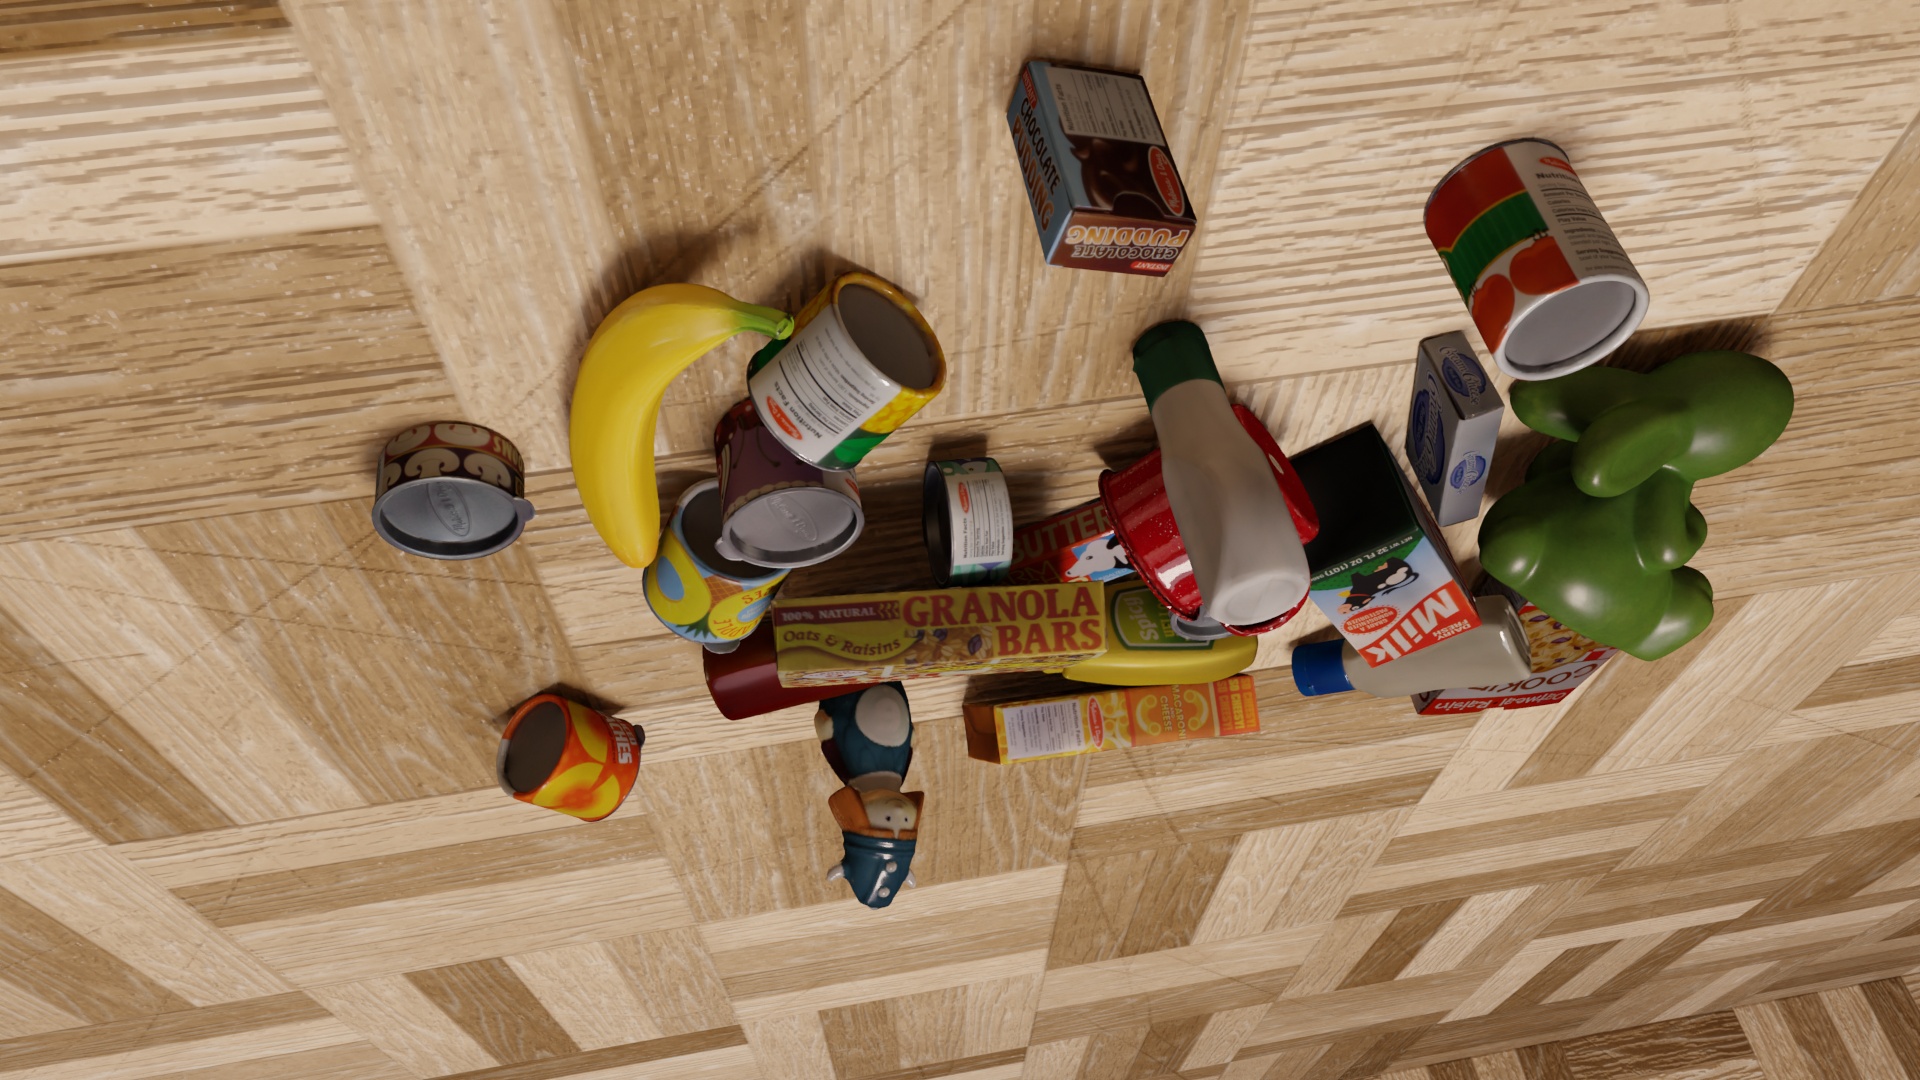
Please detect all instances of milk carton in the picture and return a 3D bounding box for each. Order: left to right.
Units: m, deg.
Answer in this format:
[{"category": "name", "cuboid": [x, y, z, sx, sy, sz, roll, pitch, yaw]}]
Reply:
[{"category": "milk carton", "cuboid": [0.249, 0.016, 0.820, 0.072, 0.074, 0.190, -27, 145, 21]}]

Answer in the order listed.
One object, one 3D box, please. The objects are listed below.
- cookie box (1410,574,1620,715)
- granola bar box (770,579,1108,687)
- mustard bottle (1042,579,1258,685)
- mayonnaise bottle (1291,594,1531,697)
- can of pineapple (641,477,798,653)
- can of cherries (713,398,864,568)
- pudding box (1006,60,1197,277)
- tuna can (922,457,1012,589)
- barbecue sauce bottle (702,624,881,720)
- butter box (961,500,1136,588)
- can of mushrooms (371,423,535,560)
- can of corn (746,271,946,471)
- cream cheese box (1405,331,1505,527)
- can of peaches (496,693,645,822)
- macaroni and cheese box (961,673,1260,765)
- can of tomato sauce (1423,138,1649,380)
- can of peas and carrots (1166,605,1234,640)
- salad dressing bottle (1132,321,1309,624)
[{"category": "cookie box", "cuboid": [0.405, 0.066, 0.976, 0.123, 0.040, 0.166, -2, 146, -15]}, {"category": "granola bar box", "cuboid": [-0.015, 0.052, 0.736, 0.166, 0.039, 0.124, -3, 171, -6]}, {"category": "mustard bottle", "cuboid": [0.098, 0.058, 0.846, 0.160, 0.065, 0.048, -6, 151, -3]}, {"category": "mayonnaise bottle", "cuboid": [0.297, 0.076, 0.926, 0.148, 0.041, 0.064, -14, 131, 33]}, {"category": "can of pineapple", "cuboid": [-0.119, 0.012, 0.699, 0.071, 0.071, 0.057, 7, 143, -26]}, {"category": "can of cherries", "cuboid": [-0.085, -0.028, 0.660, 0.071, 0.058, 0.071, -9, 148, -5]}, {"category": "pudding box", "cuboid": [0.050, -0.138, 0.513, 0.050, 0.084, 0.030, 1, 145, -20]}, {"category": "tuna can", "cuboid": [0.003, -0.009, 0.712, 0.033, 0.071, 0.070, -5, 146, -13]}, {"category": "barbecue sauce bottle", "cuboid": [-0.073, 0.067, 0.821, 0.148, 0.044, 0.064, -13, 147, 1]}, {"category": "butter box", "cuboid": [0.053, 0.011, 0.795, 0.103, 0.024, 0.053, -20, 147, 13]}, {"category": "can of mushrooms", "cuboid": [-0.234, -0.022, 0.644, 0.071, 0.033, 0.070, -8, 146, -5]}, {"category": "can of corn", "cuboid": [-0.047, -0.074, 0.599, 0.071, 0.071, 0.058, 21, 134, -40]}, {"category": "cream cheese box", "cuboid": [0.258, -0.057, 0.732, 0.024, 0.053, 0.103, -16, 147, 2]}, {"category": "can of peaches", "cuboid": [-0.237, 0.131, 0.845, 0.071, 0.071, 0.058, -29, 143, 24]}, {"category": "macaroni and cheese box", "cuboid": [0.094, 0.114, 0.906, 0.167, 0.040, 0.123, -6, 175, -10]}, {"category": "can of tomato sauce", "cuboid": [0.248, -0.120, 0.605, 0.071, 0.083, 0.070, -8, 146, -6]}, {"category": "can of peas and carrots", "cuboid": [0.148, 0.016, 0.802, 0.071, 0.059, 0.070, -9, 147, -6]}, {"category": "salad dressing bottle", "cuboid": [0.114, -0.035, 0.632, 0.044, 0.148, 0.064, -8, 147, -9]}]
